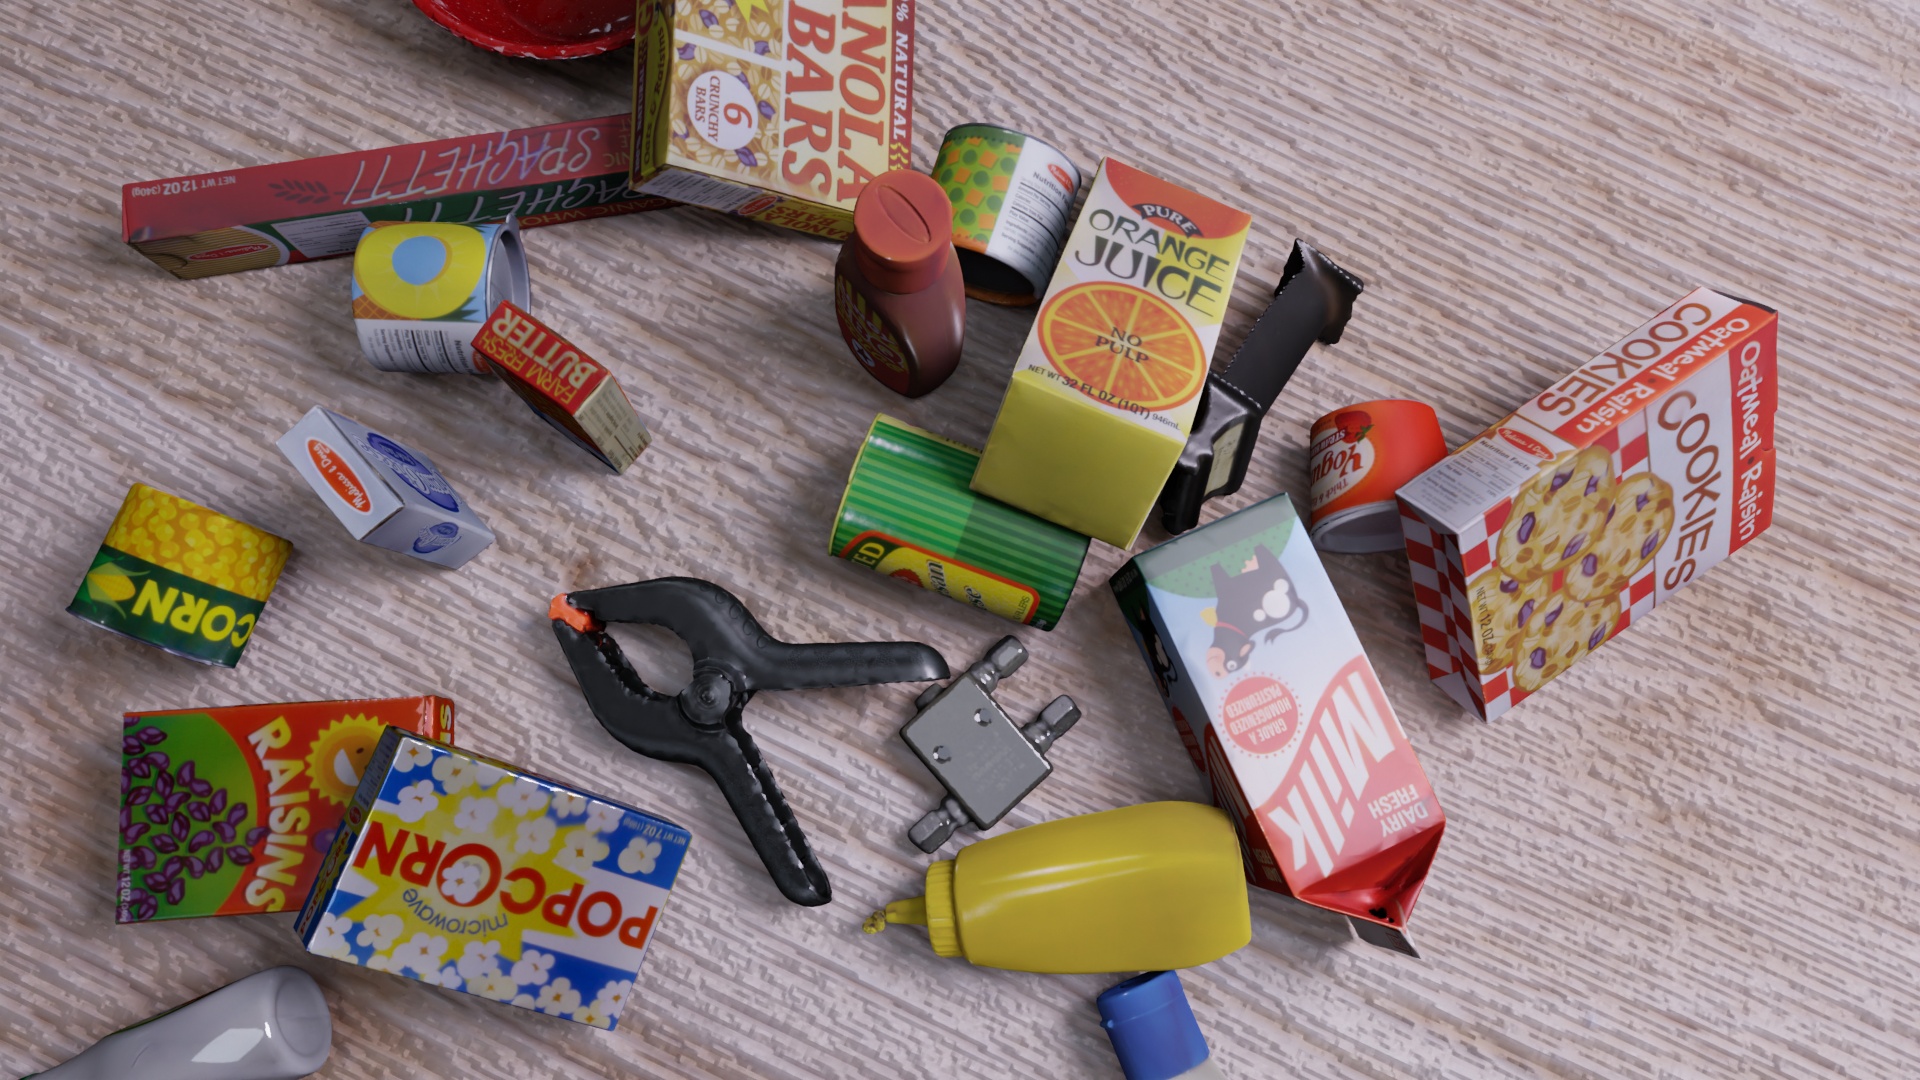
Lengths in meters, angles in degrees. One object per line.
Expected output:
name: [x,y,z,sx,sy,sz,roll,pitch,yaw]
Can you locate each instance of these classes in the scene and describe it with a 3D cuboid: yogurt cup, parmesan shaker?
yogurt cup: [0.187,-0.029,0.618,0.072,0.072,0.054,-3,72,-4]
parmesan shaker: [0.002,-0.008,0.598,0.103,0.071,0.071,20,80,0]

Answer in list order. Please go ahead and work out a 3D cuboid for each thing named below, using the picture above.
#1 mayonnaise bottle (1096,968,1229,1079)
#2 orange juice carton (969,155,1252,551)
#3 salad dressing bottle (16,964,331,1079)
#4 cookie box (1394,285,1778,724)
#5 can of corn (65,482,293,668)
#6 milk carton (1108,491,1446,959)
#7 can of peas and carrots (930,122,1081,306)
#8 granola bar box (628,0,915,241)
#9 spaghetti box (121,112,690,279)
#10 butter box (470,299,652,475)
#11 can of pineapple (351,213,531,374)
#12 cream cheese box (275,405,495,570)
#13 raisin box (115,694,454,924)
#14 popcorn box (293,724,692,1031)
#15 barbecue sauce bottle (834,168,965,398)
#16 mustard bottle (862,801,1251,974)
mayonnaise bottle: [0.101,0.251,0.565,0.041,0.064,0.148,-18,77,-20]
orange juice carton: [0.072,-0.096,0.597,0.072,0.072,0.194,22,51,1]
salad dressing bottle: [-0.327,0.215,0.547,0.148,0.064,0.044,-22,71,1]
cookie box: [0.272,-0.013,0.594,0.168,0.122,0.040,-32,40,-8]
can of corn: [-0.321,0.015,0.577,0.071,0.071,0.058,21,79,0]
milk carton: [0.139,0.084,0.590,0.073,0.072,0.190,-23,82,-7]
can of peas and carrots: [0.013,-0.146,0.628,0.071,0.071,0.059,18,80,0]
granola bar box: [-0.078,-0.225,0.611,0.124,0.039,0.165,5,83,-39]
spaghetti box: [-0.234,-0.155,0.622,0.250,0.050,0.029,-10,82,-5]
butter box: [-0.164,-0.062,0.582,0.053,0.103,0.024,35,80,4]
can of pineapple: [-0.224,-0.107,0.606,0.058,0.071,0.071,1,80,-3]
cream cheese box: [-0.232,-0.019,0.571,0.024,0.103,0.053,-41,84,-4]
raisin box: [-0.277,0.110,0.578,0.123,0.040,0.086,-3,79,-4]
popcorn box: [-0.182,0.135,0.553,0.126,0.038,0.085,27,78,-27]
barbecue sauce bottle: [-0.025,-0.106,0.575,0.044,0.148,0.065,-40,85,-9]
mustard bottle: [0.037,0.148,0.578,0.160,0.049,0.065,-7,113,7]
